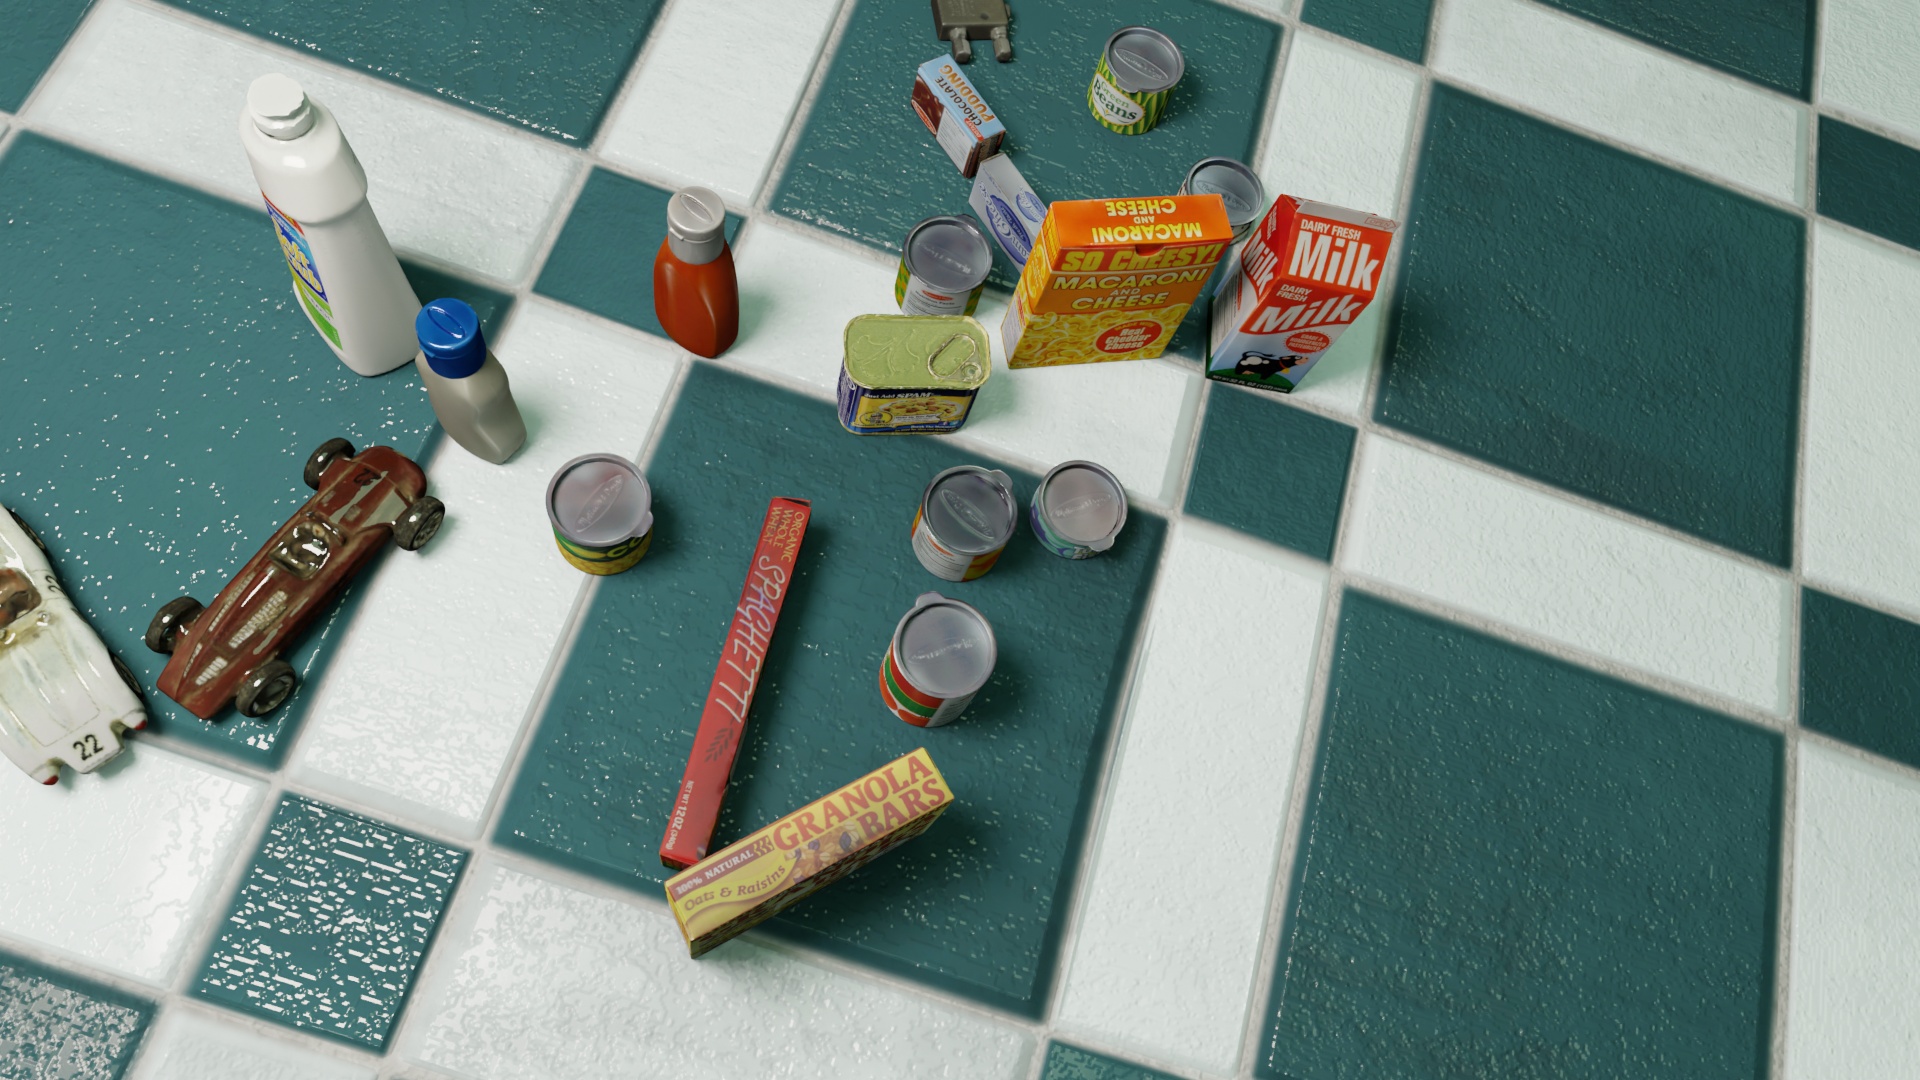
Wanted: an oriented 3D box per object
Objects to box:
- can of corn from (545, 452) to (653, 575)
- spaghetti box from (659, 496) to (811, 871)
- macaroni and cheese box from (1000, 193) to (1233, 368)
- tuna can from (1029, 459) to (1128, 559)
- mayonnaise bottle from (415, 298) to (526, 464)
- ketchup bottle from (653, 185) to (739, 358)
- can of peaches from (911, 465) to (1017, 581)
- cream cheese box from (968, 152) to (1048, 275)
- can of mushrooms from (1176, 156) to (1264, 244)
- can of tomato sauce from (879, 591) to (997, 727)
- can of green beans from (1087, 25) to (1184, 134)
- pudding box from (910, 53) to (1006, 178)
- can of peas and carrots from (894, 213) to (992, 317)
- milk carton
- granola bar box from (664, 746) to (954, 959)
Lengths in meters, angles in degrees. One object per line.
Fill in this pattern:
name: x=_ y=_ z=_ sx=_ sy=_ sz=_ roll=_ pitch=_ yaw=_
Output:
can of corn: x=-0.235 y=-0.015 z=0.919 sx=0.071 sy=0.058 sz=0.071 roll=4 pitch=68 yaw=-9
spaghetti box: x=-0.143 y=0.089 z=0.899 sx=0.029 sy=0.050 sz=0.251 roll=16 pitch=66 yaw=-4
macaroni and cheese box: x=0.107 y=-0.181 z=0.992 sx=0.124 sy=0.165 sz=0.040 roll=-6 pitch=70 yaw=-13
tuna can: x=0.085 y=-0.019 z=0.996 sx=0.071 sy=0.032 sz=0.071 roll=4 pitch=68 yaw=-9
mayonnaise bottle: x=-0.316 y=-0.103 z=0.890 sx=0.065 sy=0.147 sz=0.041 roll=37 pitch=67 yaw=5
ketchup bottle: x=-0.180 y=-0.183 z=0.947 sx=0.065 sy=0.148 sz=0.044 roll=40 pitch=67 yaw=6
can of peaches: x=0.003 y=-0.012 z=0.964 sx=0.071 sy=0.058 sz=0.071 roll=4 pitch=68 yaw=-9
cream cheese box: x=0.048 y=-0.240 z=1.066 sx=0.024 sy=0.053 sz=0.104 roll=-29 pitch=77 yaw=-20
can of mushrooms: x=0.207 y=-0.271 z=1.119 sx=0.071 sy=0.033 sz=0.071 roll=4 pitch=68 yaw=-9
can of tomato sauce: x=-0.017 y=0.080 z=0.909 sx=0.071 sy=0.082 sz=0.071 roll=4 pitch=68 yaw=-9
can of green beans: x=0.142 y=-0.375 z=1.135 sx=0.071 sy=0.057 sz=0.071 roll=4 pitch=68 yaw=-9
pudding box: x=-0.003 y=-0.335 z=1.096 sx=0.030 sy=0.049 sz=0.084 roll=-31 pitch=77 yaw=-20
can of peas and carrots: x=-0.013 y=-0.200 z=1.035 sx=0.071 sy=0.058 sz=0.071 roll=4 pitch=68 yaw=-9
milk carton: x=0.243 y=-0.185 z=1.006 sx=0.072 sy=0.189 sz=0.074 roll=10 pitch=68 yaw=-7
granola bar box: x=-0.093 y=0.187 z=0.829 sx=0.166 sy=0.123 sz=0.039 roll=-25 pitch=76 yaw=-19
